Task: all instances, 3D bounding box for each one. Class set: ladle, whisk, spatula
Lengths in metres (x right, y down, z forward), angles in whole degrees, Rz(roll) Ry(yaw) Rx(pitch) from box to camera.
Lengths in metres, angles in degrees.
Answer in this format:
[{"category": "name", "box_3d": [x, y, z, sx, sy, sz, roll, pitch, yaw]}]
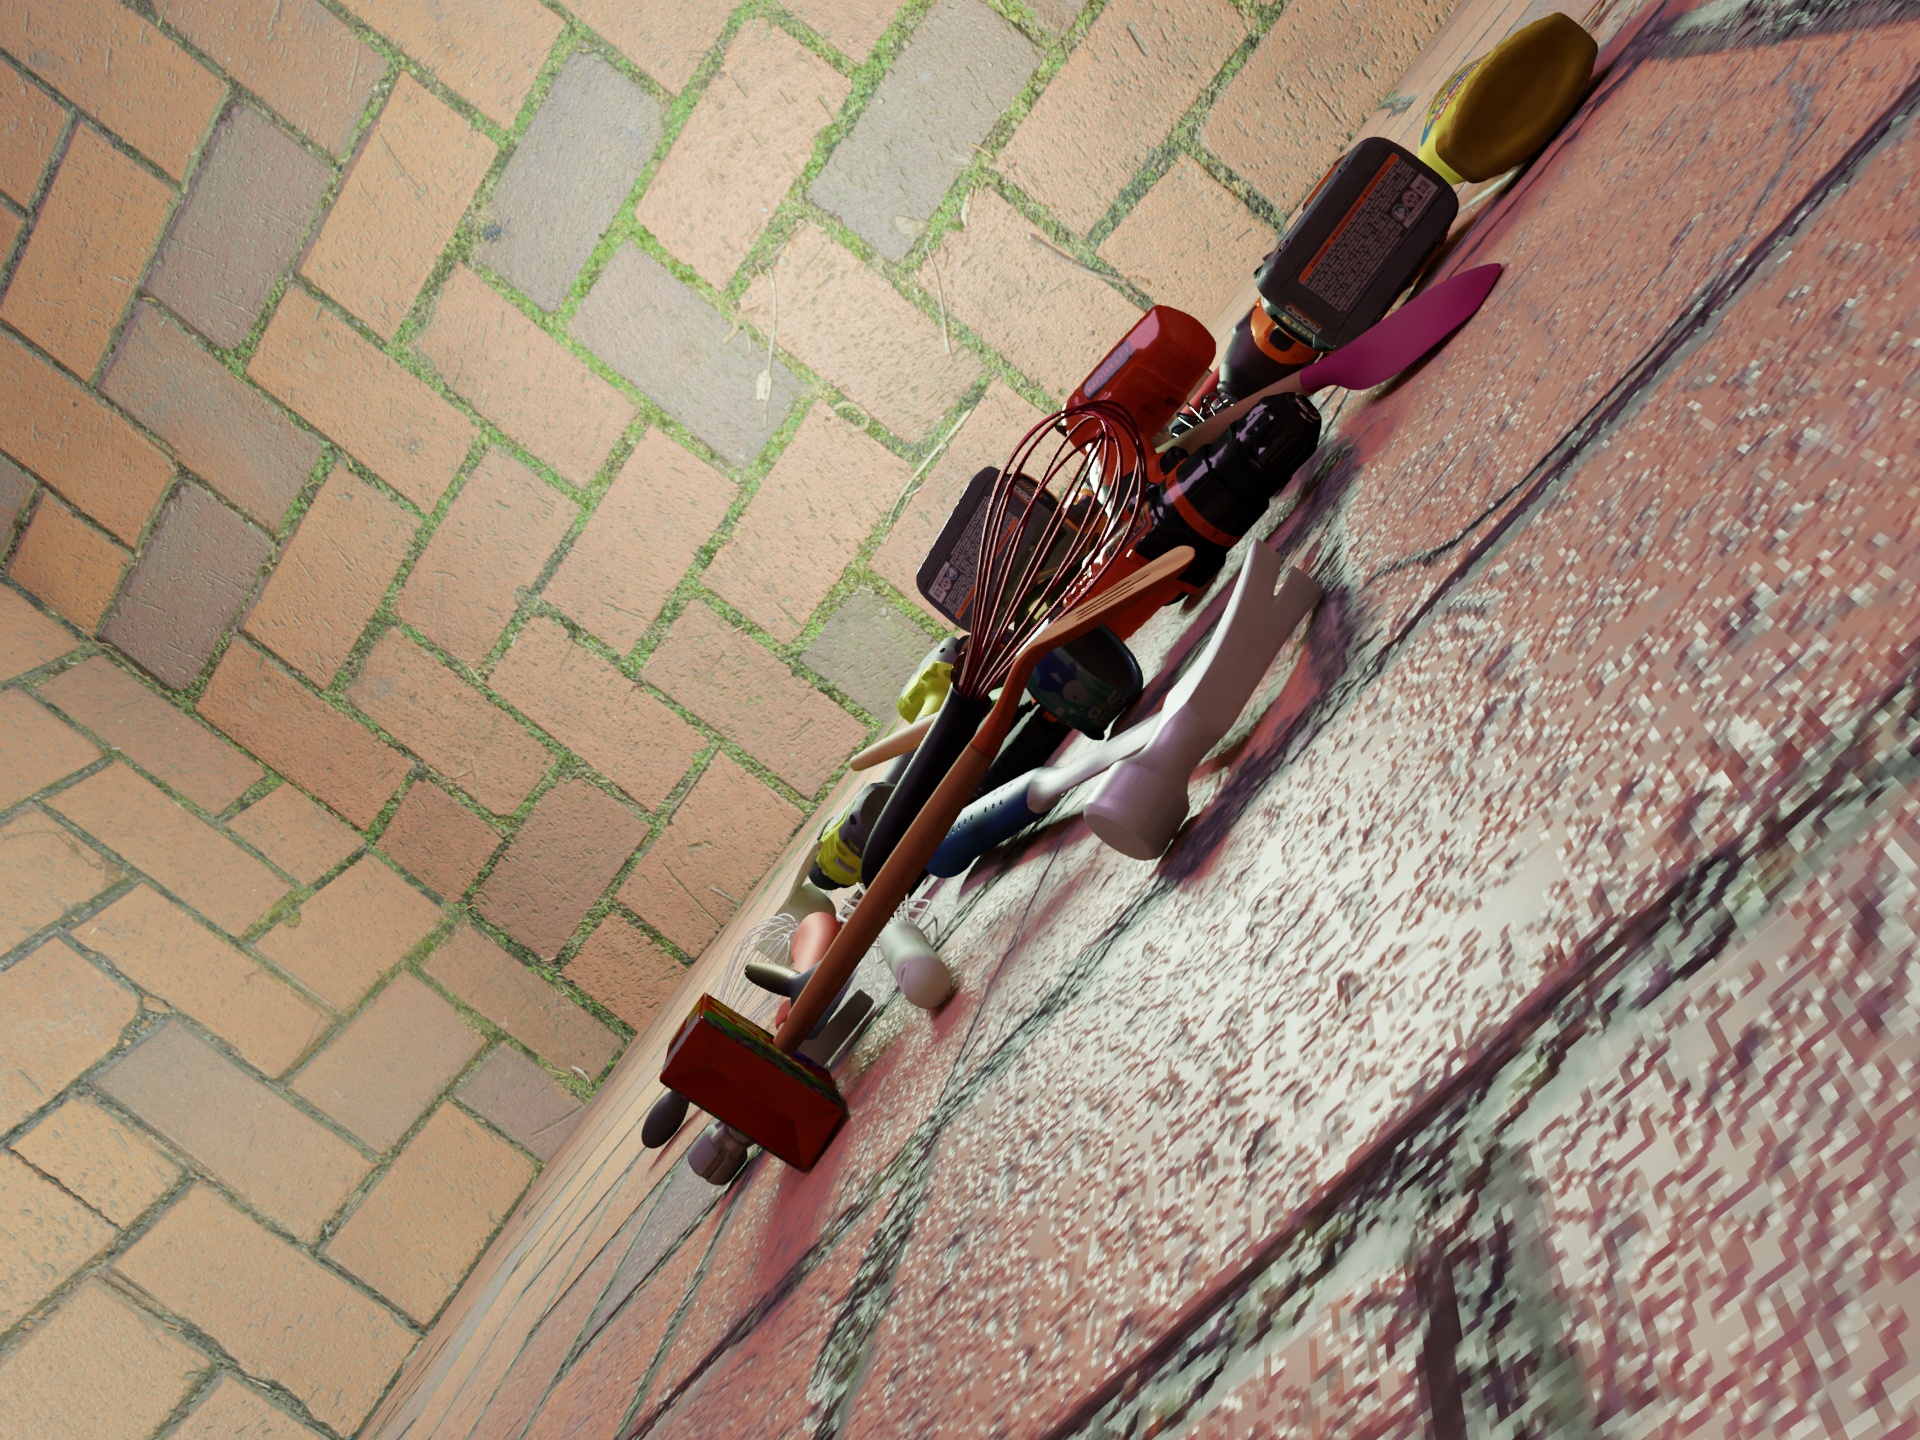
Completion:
[{"category": "ladle", "box_3d": [0.145, -0.152, 1.259, 0.320, 0.062, 0.078, -47, -8, -28]}, {"category": "whisk", "box_3d": [0.013, -0.031, 0.823, 0.295, 0.073, 0.073, -64, 0, 20]}, {"category": "spatula", "box_3d": [0.005, 0.040, 0.779, 0.322, 0.041, 0.081, -56, 3, 11]}, {"category": "whisk", "box_3d": [-0.032, 0.119, 0.861, 0.246, 0.059, 0.058, -164, 75, -81]}, {"category": "spatula", "box_3d": [-0.101, 0.157, 0.960, 0.060, 0.018, 0.316, -58, 10, -14]}, {"category": "whisk", "box_3d": [0.170, -0.172, 1.009, 0.055, 0.055, 0.239, -51, 11, 14]}, {"category": "whisk", "box_3d": [-0.209, 0.275, 1.376, 0.284, 0.070, 0.070, -55, 3, 23]}]

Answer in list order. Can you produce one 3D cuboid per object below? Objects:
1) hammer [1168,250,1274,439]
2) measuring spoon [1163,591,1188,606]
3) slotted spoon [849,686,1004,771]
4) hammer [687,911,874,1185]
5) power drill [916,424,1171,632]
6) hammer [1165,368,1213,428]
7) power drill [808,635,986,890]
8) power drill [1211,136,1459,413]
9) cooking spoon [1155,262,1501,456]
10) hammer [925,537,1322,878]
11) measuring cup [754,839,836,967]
[{"category": "hammer", "box_3d": [0.191, -0.253, 1.363, 0.143, 0.038, 0.386, -31, -16, -50]}, {"category": "measuring spoon", "box_3d": [0.150, -0.105, 0.961, 0.129, 0.021, 0.042, -44, 11, -36]}, {"category": "slotted spoon", "box_3d": [-0.002, -0.004, 1.221, 0.070, 0.031, 0.314, -34, 5, -37]}, {"category": "hammer", "box_3d": [-0.106, 0.188, 1.104, 0.149, 0.036, 0.359, -52, 5, 7]}, {"category": "power drill", "box_3d": [0.080, -0.162, 1.287, 0.226, 0.084, 0.185, -17, -36, -57]}, {"category": "hammer", "box_3d": [0.124, -0.204, 1.494, 0.331, 0.031, 0.130, -48, -17, 25]}, {"category": "power drill", "box_3d": [-0.055, 0.050, 1.429, 0.229, 0.080, 0.190, -58, 7, -28]}, {"category": "power drill", "box_3d": [0.233, -0.279, 1.056, 0.164, 0.084, 0.226, -53, 0, 2]}, {"category": "cooking spoon", "box_3d": [0.181, -0.183, 0.899, 0.069, 0.017, 0.319, -56, 16, -23]}, {"category": "hammer", "box_3d": [0.049, 0.028, 0.778, 0.144, 0.035, 0.405, -54, 5, -19]}, {"category": "measuring cup", "box_3d": [-0.129, 0.158, 1.373, 0.083, 0.038, 0.167, -43, -13, -38]}]
